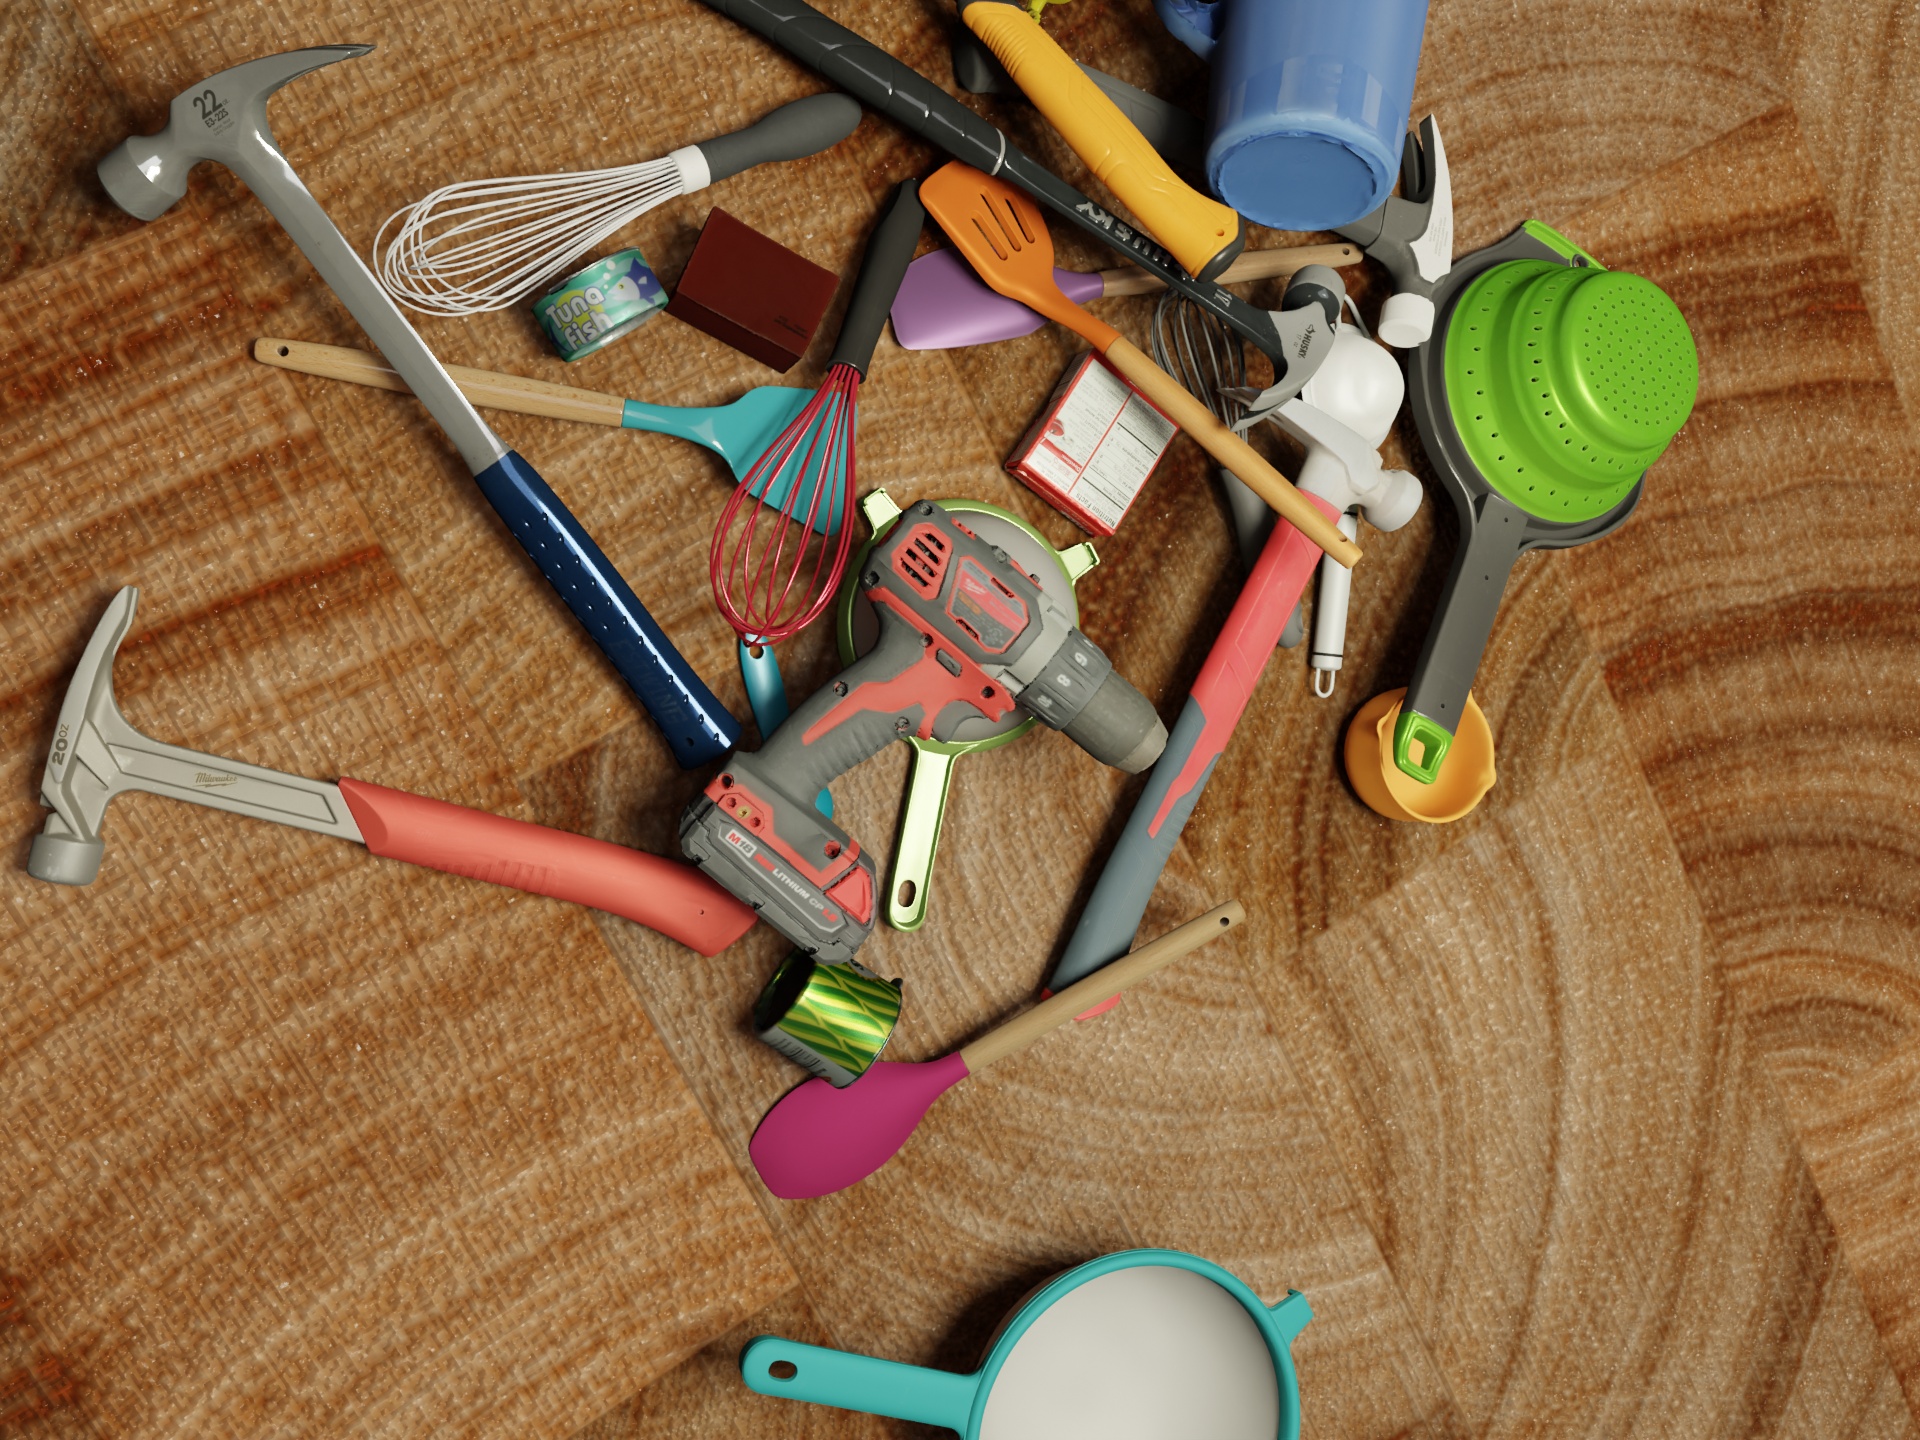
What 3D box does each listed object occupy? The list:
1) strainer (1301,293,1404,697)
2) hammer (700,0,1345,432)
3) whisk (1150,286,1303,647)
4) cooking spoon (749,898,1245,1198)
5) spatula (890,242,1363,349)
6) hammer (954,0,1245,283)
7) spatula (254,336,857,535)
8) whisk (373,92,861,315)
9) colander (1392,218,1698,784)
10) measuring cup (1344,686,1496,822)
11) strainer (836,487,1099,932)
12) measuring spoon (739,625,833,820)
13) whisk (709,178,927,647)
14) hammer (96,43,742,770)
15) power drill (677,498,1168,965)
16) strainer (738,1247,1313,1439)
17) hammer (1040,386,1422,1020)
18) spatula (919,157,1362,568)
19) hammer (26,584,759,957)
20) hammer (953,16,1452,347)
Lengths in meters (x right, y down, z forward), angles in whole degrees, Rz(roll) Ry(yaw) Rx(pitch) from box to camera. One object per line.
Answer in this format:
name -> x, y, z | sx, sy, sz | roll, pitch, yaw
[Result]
strainer -> 0.246, -0.143, 1.007 | 0.086, 0.050, 0.258 | 3, 94, -34
hammer -> 0.032, -0.303, 0.888 | 0.409, 0.036, 0.149 | 31, 50, -7
whisk -> 0.169, -0.155, 0.976 | 0.055, 0.055, 0.239 | -24, 104, -17
cooking spoon -> 0.025, 0.185, 0.921 | 0.319, 0.017, 0.068 | -29, 101, -3
spatula -> 0.106, -0.269, 0.964 | 0.316, 0.018, 0.060 | -11, 88, -18
hammer -> 0.028, -0.367, 0.871 | 0.127, 0.034, 0.337 | -41, 87, -22
spatula -> -0.209, -0.167, 0.857 | 0.317, 0.044, 0.082 | 8, 89, -15
whisk -> -0.174, -0.283, 0.850 | 0.284, 0.070, 0.070 | -28, 101, -21
colander -> 0.362, -0.145, 0.985 | 0.204, 0.094, 0.397 | 29, 73, -18
measuring cup -> 0.302, -0.017, 1.026 | 0.095, 0.052, 0.174 | 23, 77, -19
strainer -> -0.001, -0.003, 0.908 | 0.151, 0.069, 0.256 | 13, 86, -19
measuring spoon -> -0.101, 0.009, 0.898 | 0.042, 0.021, 0.128 | -17, 98, -18
whisk -> -0.069, -0.174, 0.871 | 0.073, 0.073, 0.296 | 23, 72, -18
hammer -> -0.239, -0.142, 0.804 | 0.144, 0.035, 0.405 | -28, 112, 17
power drill -> -0.019, 0.021, 0.844 | 0.188, 0.080, 0.226 | 40, 90, -6
strainer -> 0.028, 0.388, 0.921 | 0.340, 0.095, 0.211 | 18, 83, -17
hammer -> 0.134, -0.005, 0.948 | 0.143, 0.038, 0.386 | 27, 90, -22
spatula -> 0.107, -0.202, 0.900 | 0.323, 0.041, 0.081 | 44, 57, 10
hammer -> -0.276, 0.050, 0.833 | 0.359, 0.037, 0.149 | 16, 87, -18
hammer -> 0.152, -0.349, 0.961 | 0.334, 0.035, 0.146 | 18, 74, -15
